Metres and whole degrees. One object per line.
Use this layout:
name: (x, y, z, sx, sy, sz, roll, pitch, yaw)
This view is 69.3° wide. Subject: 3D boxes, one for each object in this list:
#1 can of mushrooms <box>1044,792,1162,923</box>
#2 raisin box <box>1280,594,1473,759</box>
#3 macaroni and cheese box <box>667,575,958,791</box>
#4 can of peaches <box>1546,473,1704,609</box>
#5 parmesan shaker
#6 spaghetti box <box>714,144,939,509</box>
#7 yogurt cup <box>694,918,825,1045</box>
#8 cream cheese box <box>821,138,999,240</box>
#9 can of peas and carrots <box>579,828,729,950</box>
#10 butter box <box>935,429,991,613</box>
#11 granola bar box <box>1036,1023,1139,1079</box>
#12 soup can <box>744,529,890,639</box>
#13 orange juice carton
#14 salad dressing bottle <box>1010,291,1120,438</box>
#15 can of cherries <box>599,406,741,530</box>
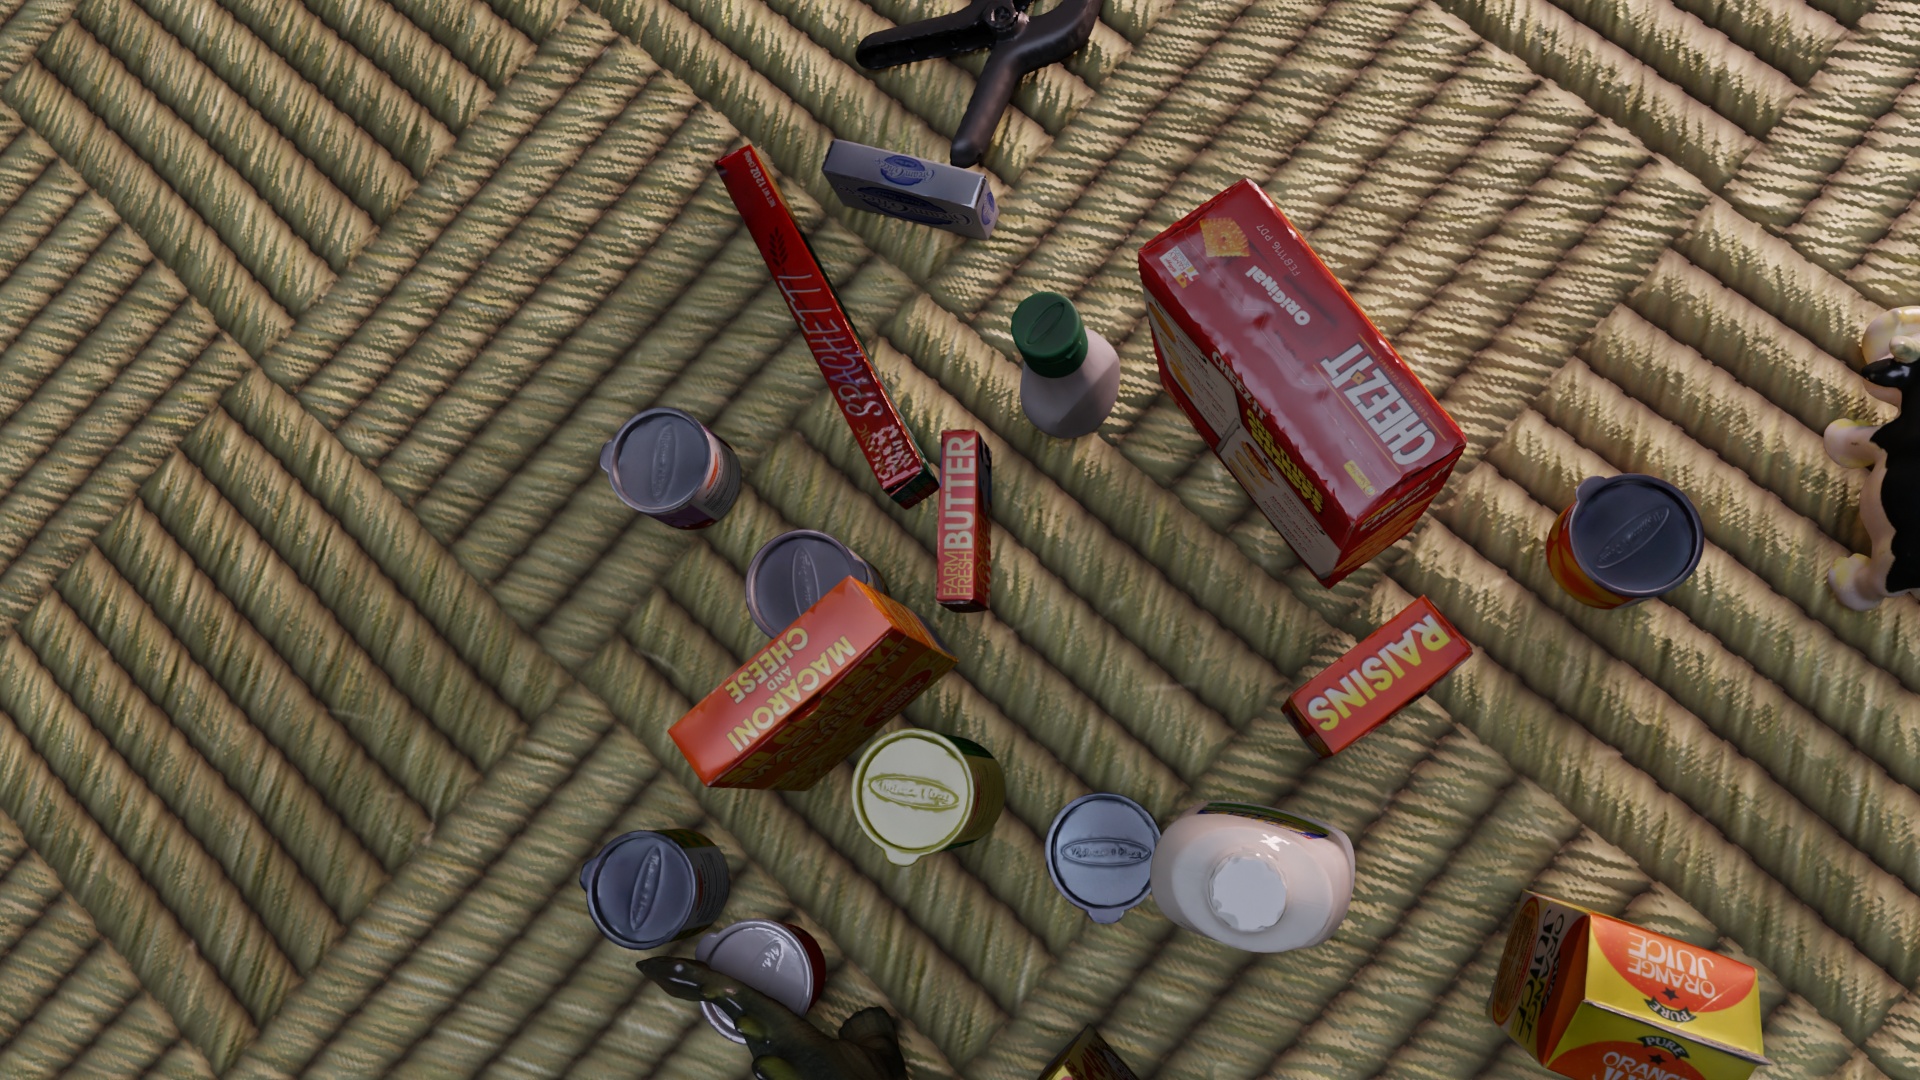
can of mushrooms: (0.082, 0.178, 0.781, 0.071, 0.033, 0.071, -2, 79, 10)
raisin box: (0.214, 0.076, 0.729, 0.086, 0.123, 0.040, -37, 75, 2)
macaroni and cheese box: (-0.073, 0.084, 0.760, 0.124, 0.166, 0.040, -41, 75, 1)
can of peaches: (0.356, 0.000, 0.751, 0.071, 0.058, 0.071, -2, 79, 10)
parmesan shaker: (-0.016, 0.142, 0.771, 0.071, 0.103, 0.071, -2, 79, 11)
spaghetti box: (-0.084, -0.134, 0.865, 0.028, 0.050, 0.250, -29, 75, 4)
yogurt cup: (-0.110, 0.249, 0.793, 0.072, 0.054, 0.072, -2, 79, 10)
cream cheese box: (-0.030, -0.219, 0.870, 0.104, 0.053, 0.024, 17, 83, 13)
can of peas and carrots: (-0.178, 0.202, 0.813, 0.071, 0.058, 0.071, -2, 79, 10)
butter box: (0.003, -0.010, 0.823, 0.024, 0.053, 0.103, -1, 79, 11)
granola bar box: (0.103, 0.330, 0.700, 0.039, 0.124, 0.166, -44, 75, 1)
soup can: (-0.079, 0.033, 0.814, 0.071, 0.083, 0.071, -2, 79, 11)
orange juice carton: (0.307, 0.215, 0.649, 0.072, 0.192, 0.073, 18, 84, 14)
salad dressing bottle: (0.058, -0.098, 0.781, 0.044, 0.147, 0.064, 41, 89, 15)
can of cherries: (-0.178, -0.044, 0.861, 0.071, 0.058, 0.071, -2, 79, 10)
